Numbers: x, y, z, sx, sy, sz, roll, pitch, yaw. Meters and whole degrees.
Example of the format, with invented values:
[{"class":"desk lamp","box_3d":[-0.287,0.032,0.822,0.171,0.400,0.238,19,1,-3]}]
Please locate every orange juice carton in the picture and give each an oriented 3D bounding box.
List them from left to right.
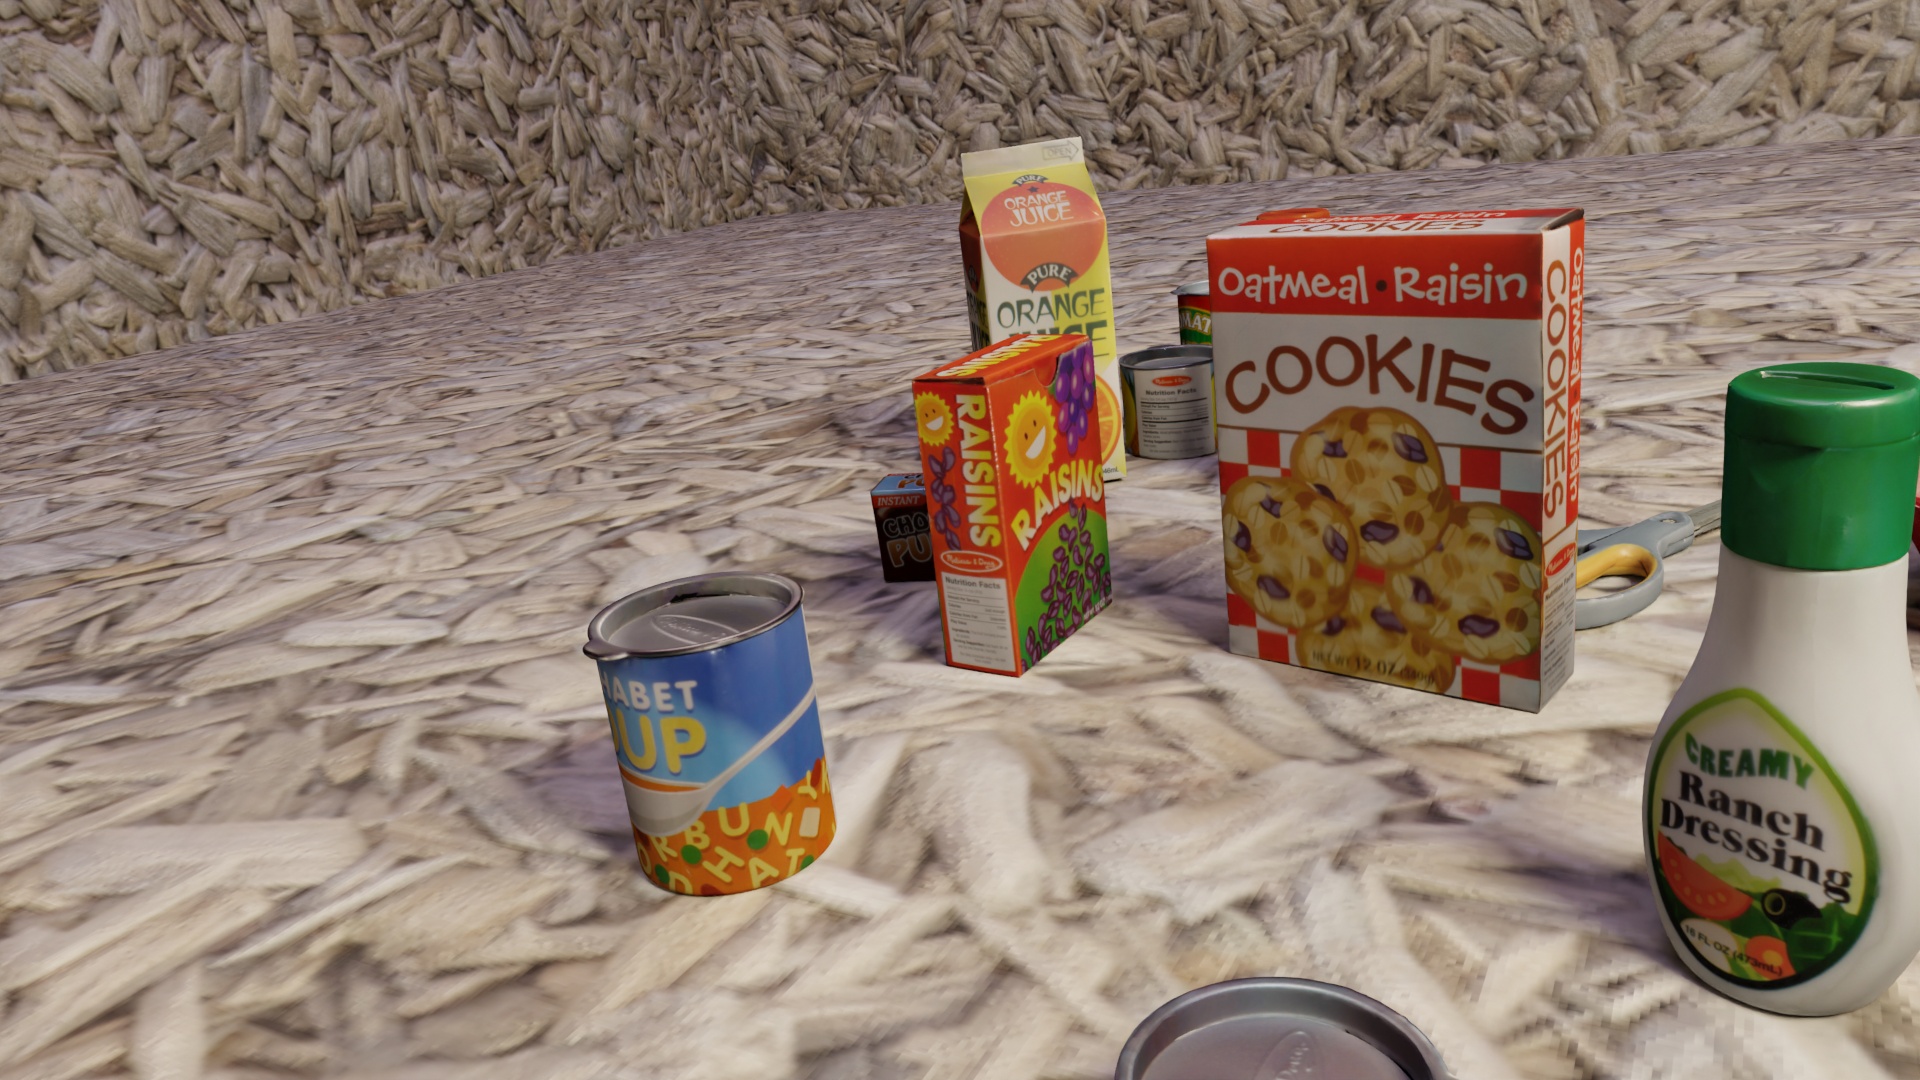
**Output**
[{"class":"orange juice carton","box_3d":[0.045,-0.129,0.798,0.072,0.192,0.073,-9,18,-8]}]

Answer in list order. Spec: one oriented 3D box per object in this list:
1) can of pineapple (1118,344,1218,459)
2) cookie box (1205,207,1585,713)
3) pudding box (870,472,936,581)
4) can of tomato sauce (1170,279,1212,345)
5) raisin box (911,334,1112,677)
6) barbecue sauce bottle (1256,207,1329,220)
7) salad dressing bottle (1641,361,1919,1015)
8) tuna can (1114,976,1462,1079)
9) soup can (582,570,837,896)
[{"class":"can of pineapple","box_3d":[0.133,-0.086,0.853,0.071,0.057,0.071,-6,18,2]},{"class":"cookie box","box_3d":[0.155,-0.032,0.503,0.123,0.166,0.040,9,24,41]},{"class":"pudding box","box_3d":[0.002,-0.008,0.676,0.084,0.049,0.030,-2,18,14]},{"class":"can of tomato sauce","box_3d":[0.178,-0.130,0.929,0.071,0.082,0.071,-6,18,2]},{"class":"raisin box","box_3d":[0.024,-0.017,0.577,0.040,0.123,0.086,5,21,34]},{"class":"barbecue sauce bottle","box_3d":[0.174,-0.095,0.717,0.044,0.148,0.065,-19,21,-33]},{"class":"salad dressing bottle","box_3d":[0.192,0.035,0.319,0.044,0.147,0.064,-17,20,-28]},{"class":"tuna can","box_3d":[0.068,0.122,0.281,0.071,0.032,0.071,-6,18,2]},{"class":"soup can","box_3d":[-0.079,0.061,0.440,0.071,0.083,0.071,-6,18,2]}]
